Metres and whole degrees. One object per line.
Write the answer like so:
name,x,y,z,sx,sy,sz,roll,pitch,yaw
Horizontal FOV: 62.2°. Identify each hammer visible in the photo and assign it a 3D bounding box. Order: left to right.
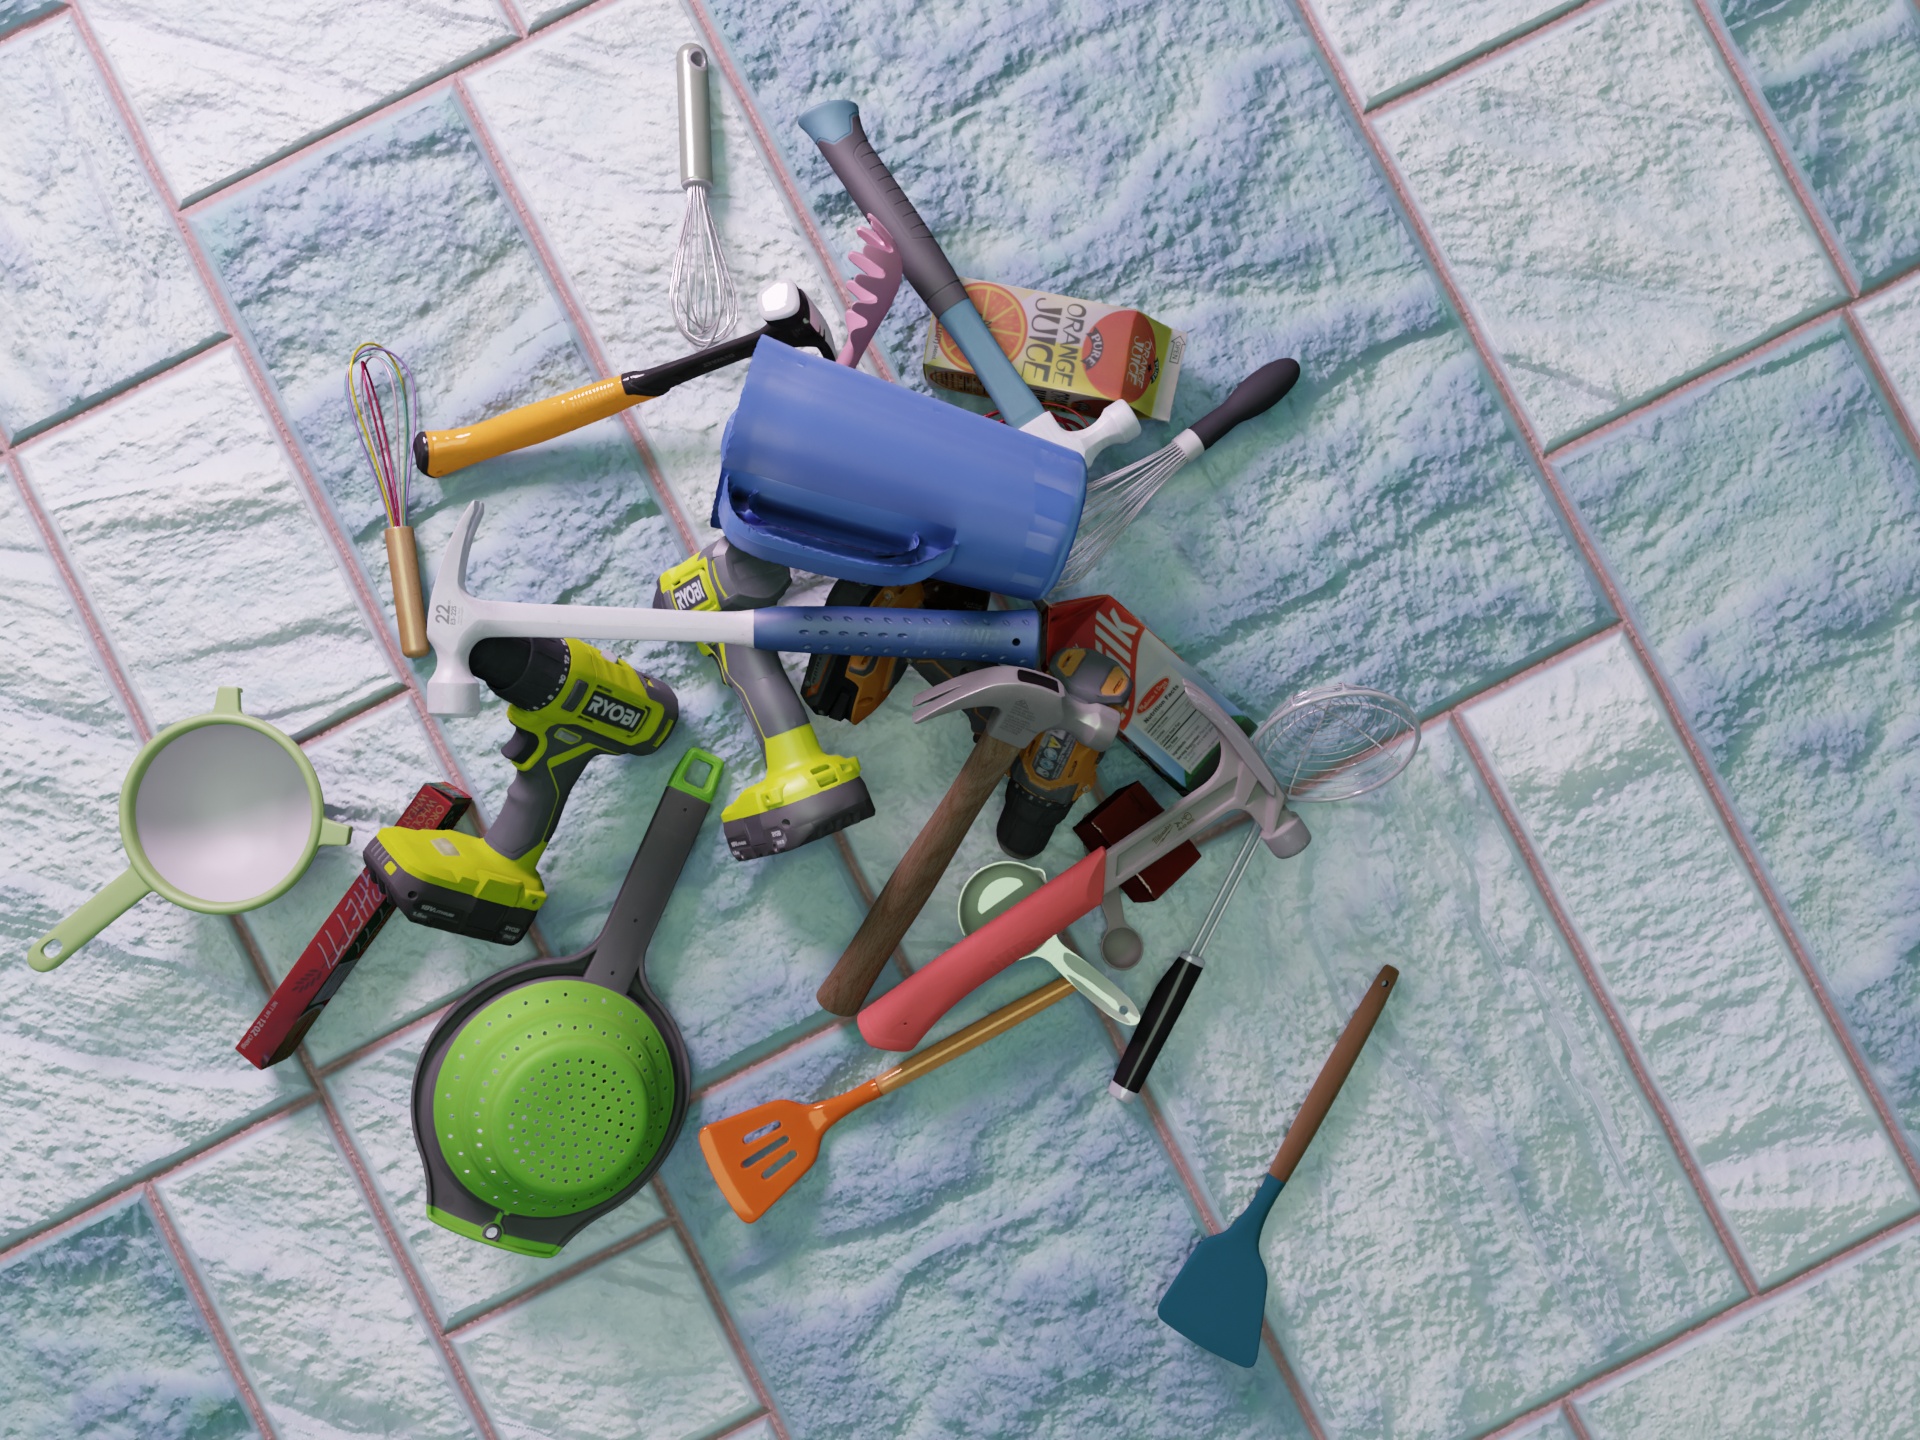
hammer,-0.259,-0.247,1.213,0.337,0.127,0.034,-16,77,10
hammer,-0.150,-0.068,1.070,0.405,0.035,0.144,2,94,-5
hammer,-0.023,0.095,1.144,0.130,0.031,0.331,23,120,-16
hammer,-0.011,-0.312,1.161,0.128,0.033,0.331,-34,89,1
hammer,0.067,0.126,1.157,0.359,0.037,0.149,-35,105,13

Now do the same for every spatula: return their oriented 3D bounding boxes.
spatula,-0.041,0.270,1.214,0.322,0.041,0.081,-28,88,-1
spatula,0.257,0.328,1.209,0.082,0.044,0.317,29,88,5

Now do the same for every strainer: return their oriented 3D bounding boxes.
strainer,-0.590,0.102,1.209,0.256,0.069,0.151,-39,91,0

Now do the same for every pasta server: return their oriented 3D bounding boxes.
pasta server,-0.114,-0.217,1.172,0.040,0.060,0.316,19,116,-20

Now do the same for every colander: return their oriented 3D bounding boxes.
colander,-0.258,0.206,1.167,0.204,0.094,0.397,26,80,-21

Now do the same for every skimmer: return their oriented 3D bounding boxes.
skimmer,0.218,0.136,1.192,0.127,0.090,0.363,27,91,-31

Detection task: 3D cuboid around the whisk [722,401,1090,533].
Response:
whisk,-0.042,-0.183,1.223,0.296,0.073,0.073,-14,88,6

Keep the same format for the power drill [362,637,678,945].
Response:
power drill,-0.332,0.039,1.159,0.080,0.190,0.228,35,94,39

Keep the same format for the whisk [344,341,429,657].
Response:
whisk,-0.441,-0.170,1.230,0.051,0.047,0.245,-7,91,-1

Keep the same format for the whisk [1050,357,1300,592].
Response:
whisk,0.150,-0.191,1.223,0.284,0.070,0.070,-37,88,-6

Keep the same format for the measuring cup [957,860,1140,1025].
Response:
measuring cup,0.071,0.174,1.216,0.167,0.038,0.083,40,90,2

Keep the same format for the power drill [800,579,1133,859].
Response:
power drill,-0.002,-0.004,1.184,0.226,0.084,0.185,26,129,8

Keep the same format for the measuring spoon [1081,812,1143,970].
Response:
measuring spoon,0.112,0.133,1.233,0.034,0.018,0.124,-11,81,-13

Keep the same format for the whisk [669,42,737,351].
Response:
whisk,-0.205,-0.408,1.237,0.057,0.059,0.246,1,83,-36

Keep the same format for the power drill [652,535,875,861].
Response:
power drill,-0.156,-0.016,1.173,0.080,0.171,0.223,-21,92,-33
